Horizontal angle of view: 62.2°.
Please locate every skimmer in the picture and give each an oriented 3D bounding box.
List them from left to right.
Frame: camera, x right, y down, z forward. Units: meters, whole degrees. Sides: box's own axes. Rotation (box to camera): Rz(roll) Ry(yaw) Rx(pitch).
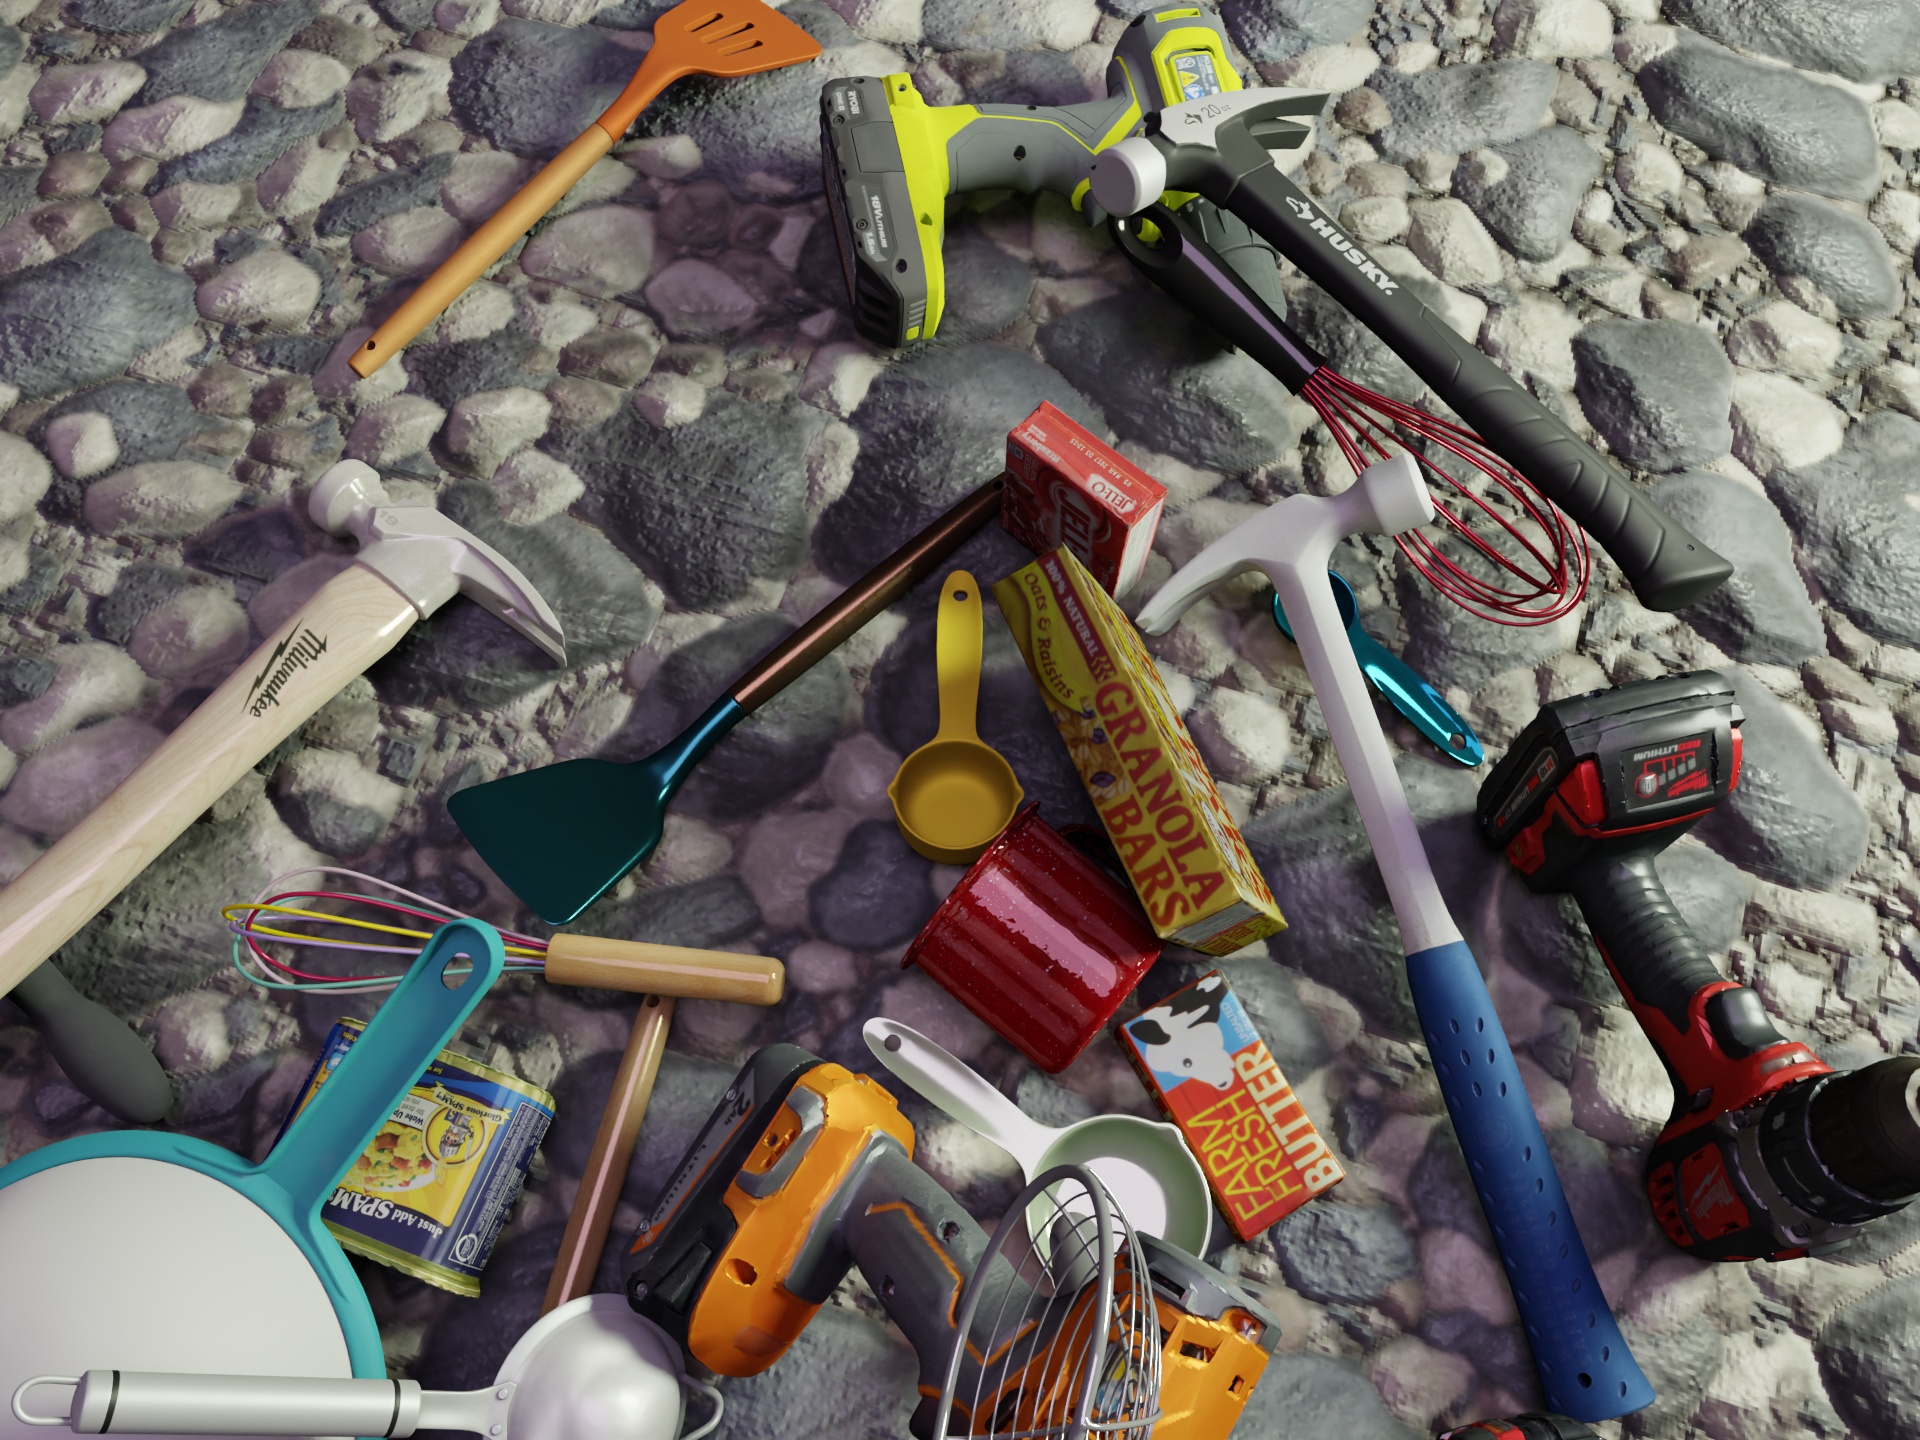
[{"bbox_3d":[-0.098,0.243,0.506,0.363,0.090,0.127,-22,29,17],"label":"skimmer"}]

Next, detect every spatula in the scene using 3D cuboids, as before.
[{"bbox_3d":[-0.208,-0.295,0.862,0.081,0.041,0.322,38,77,13],"label":"spatula"},{"bbox_3d":[-0.086,-0.027,0.746,0.317,0.044,0.082,-41,70,-16],"label":"spatula"}]

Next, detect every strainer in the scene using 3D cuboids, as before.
[{"bbox_3d":[-0.286,0.211,0.568,0.211,0.095,0.340,38,92,8],"label":"strainer"},{"bbox_3d":[-0.189,0.245,0.560,0.258,0.050,0.087,17,71,-31],"label":"strainer"}]

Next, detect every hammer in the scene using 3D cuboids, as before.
[{"bbox_3d":[-0.352,0.055,0.677,0.146,0.038,0.411,34,62,10],"label":"hammer"},{"bbox_3d":[0.196,0.090,0.692,0.144,0.035,0.406,-22,73,19],"label":"hammer"},{"bbox_3d":[0.221,-0.175,0.739,0.146,0.035,0.335,-35,75,-33],"label":"hammer"}]

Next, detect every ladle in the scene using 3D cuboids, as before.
[{"bbox_3d":[-0.168,0.250,0.630,0.078,0.062,0.320,8,66,14],"label":"ladle"}]

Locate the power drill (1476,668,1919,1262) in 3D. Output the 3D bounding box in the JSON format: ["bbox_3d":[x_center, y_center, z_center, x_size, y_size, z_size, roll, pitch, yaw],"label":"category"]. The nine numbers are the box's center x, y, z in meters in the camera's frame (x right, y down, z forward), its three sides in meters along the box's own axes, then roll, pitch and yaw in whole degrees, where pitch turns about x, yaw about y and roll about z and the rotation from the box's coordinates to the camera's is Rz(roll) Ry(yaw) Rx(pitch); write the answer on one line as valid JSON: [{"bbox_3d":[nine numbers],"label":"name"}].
[{"bbox_3d":[0.301,0.094,0.631,0.080,0.187,0.227,-12,65,-6],"label":"power drill"}]

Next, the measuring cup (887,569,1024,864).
[{"bbox_3d":[-0.001,-0.002,0.753,0.062,0.029,0.157,1,57,0],"label":"measuring cup"}]

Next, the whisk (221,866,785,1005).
[{"bbox_3d":[-0.198,0.100,0.682,0.245,0.047,0.051,6,39,3],"label":"whisk"}]

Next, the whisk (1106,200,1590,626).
[{"bbox_3d":[0.184,-0.153,0.768,0.296,0.073,0.073,42,73,3],"label":"whisk"}]

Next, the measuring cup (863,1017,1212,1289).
[{"bbox_3d":[0.027,0.180,0.670,0.168,0.038,0.083,34,72,14],"label":"measuring cup"}]

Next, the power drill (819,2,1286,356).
[{"bbox_3d":[0.052,-0.266,0.825,0.228,0.080,0.191,-11,75,-8],"label":"power drill"}]

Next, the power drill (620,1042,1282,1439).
[{"bbox_3d":[-0.018,0.231,0.576,0.227,0.084,0.164,21,70,38],"label":"power drill"}]

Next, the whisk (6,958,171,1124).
[{"bbox_3d":[-0.443,0.074,0.696,0.285,0.070,0.070,41,73,8],"label":"whisk"}]

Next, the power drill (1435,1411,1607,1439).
[{"bbox_3d":[0.143,0.345,0.588,0.219,0.078,0.143,-11,68,-2],"label":"power drill"}]

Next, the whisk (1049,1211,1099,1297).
[{"bbox_3d":[0.073,0.285,0.560,0.055,0.055,0.239,-14,51,-6],"label":"whisk"}]

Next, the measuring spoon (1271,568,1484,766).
[{"bbox_3d":[0.200,-0.022,0.767,0.128,0.021,0.042,44,73,5],"label":"measuring spoon"}]
